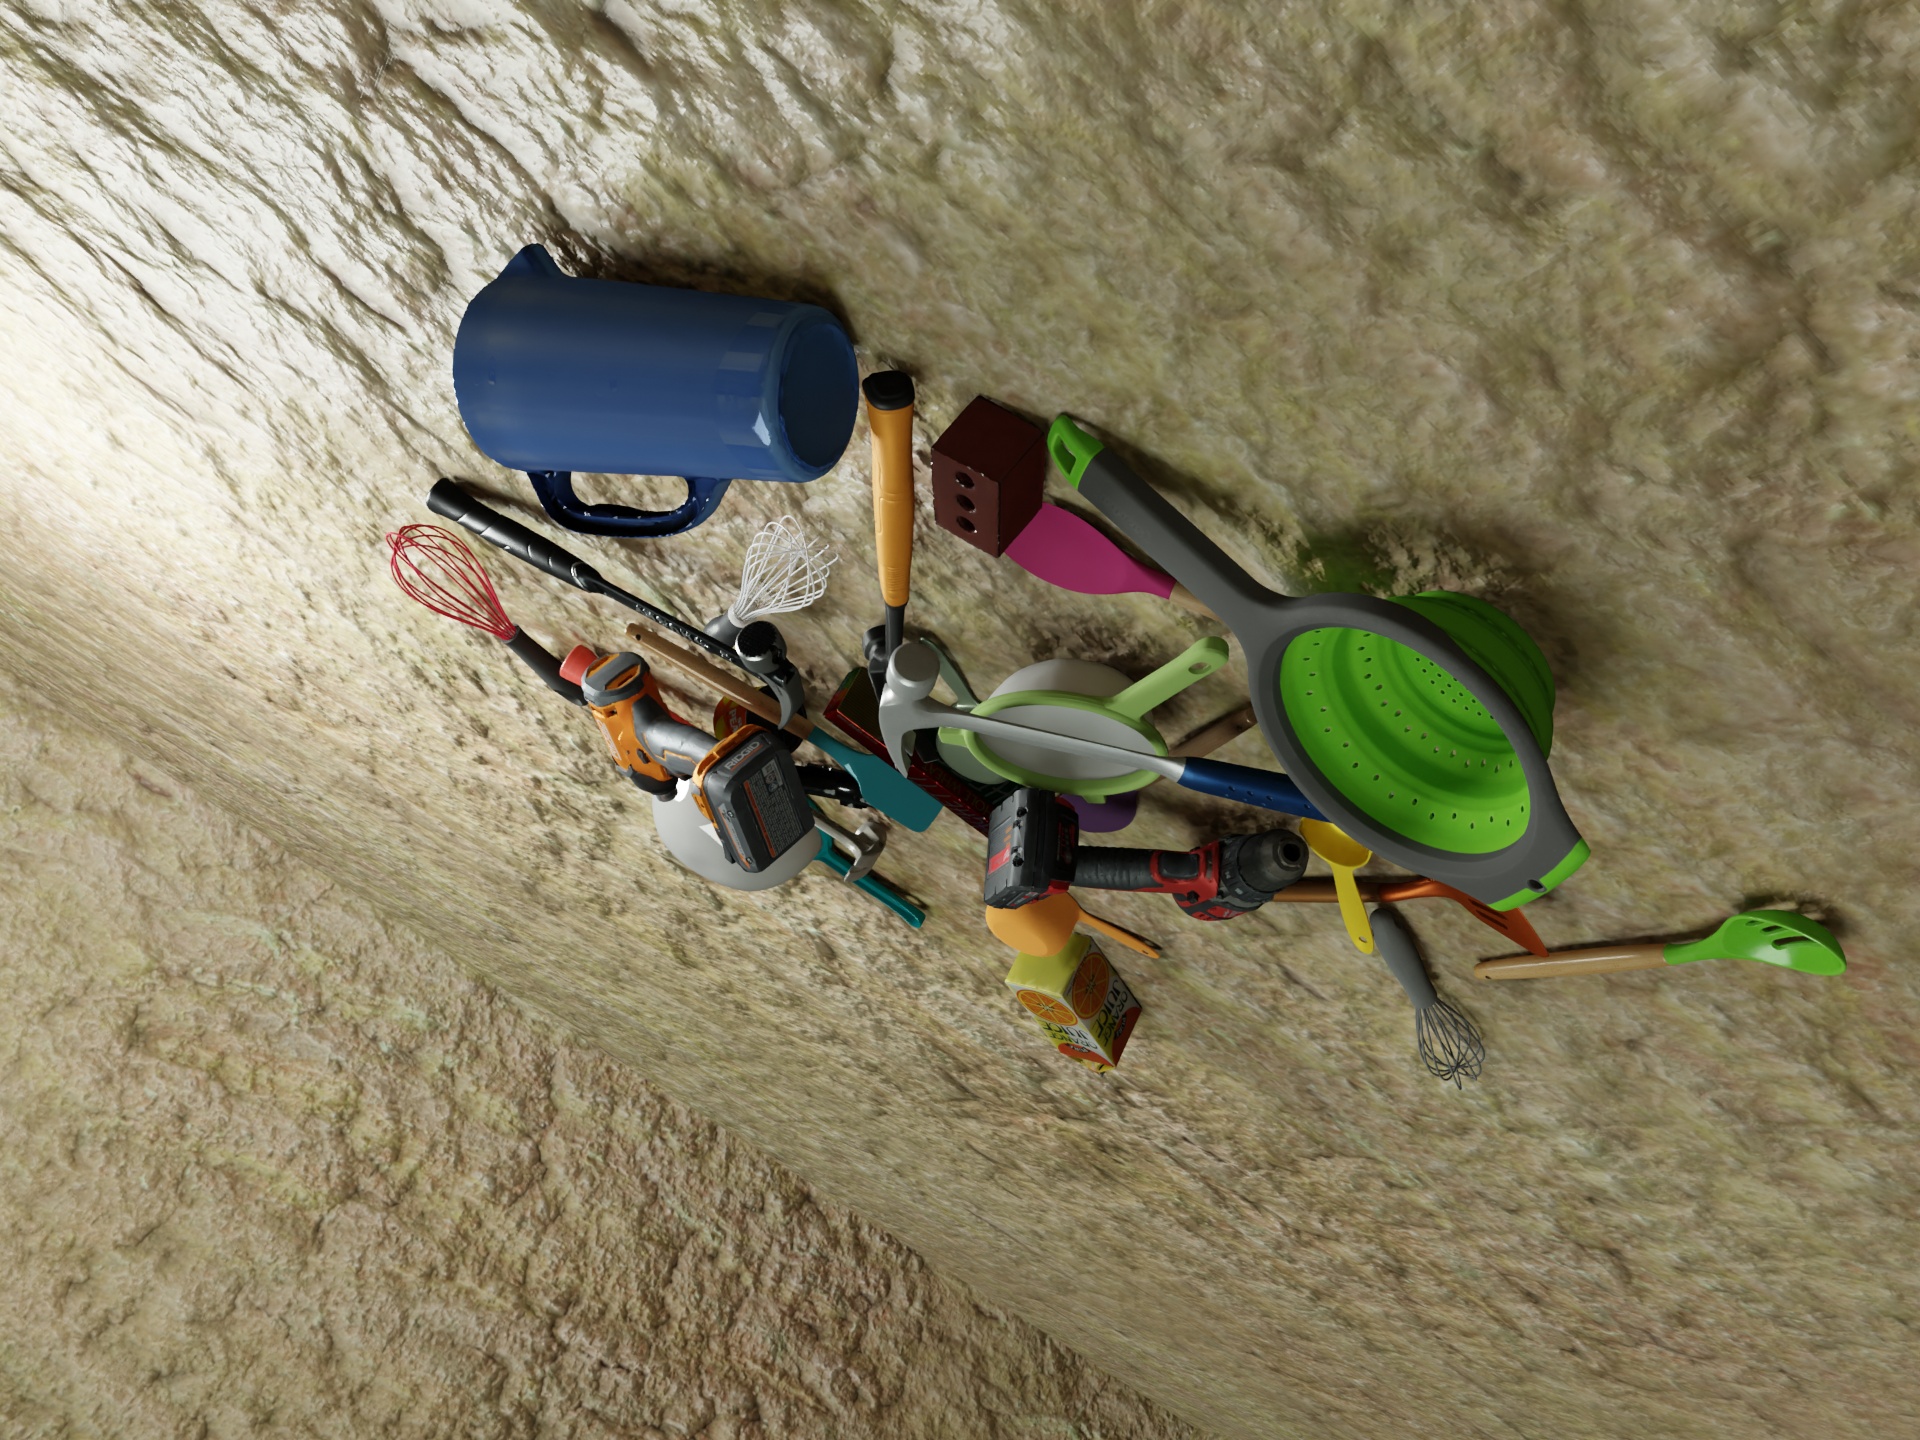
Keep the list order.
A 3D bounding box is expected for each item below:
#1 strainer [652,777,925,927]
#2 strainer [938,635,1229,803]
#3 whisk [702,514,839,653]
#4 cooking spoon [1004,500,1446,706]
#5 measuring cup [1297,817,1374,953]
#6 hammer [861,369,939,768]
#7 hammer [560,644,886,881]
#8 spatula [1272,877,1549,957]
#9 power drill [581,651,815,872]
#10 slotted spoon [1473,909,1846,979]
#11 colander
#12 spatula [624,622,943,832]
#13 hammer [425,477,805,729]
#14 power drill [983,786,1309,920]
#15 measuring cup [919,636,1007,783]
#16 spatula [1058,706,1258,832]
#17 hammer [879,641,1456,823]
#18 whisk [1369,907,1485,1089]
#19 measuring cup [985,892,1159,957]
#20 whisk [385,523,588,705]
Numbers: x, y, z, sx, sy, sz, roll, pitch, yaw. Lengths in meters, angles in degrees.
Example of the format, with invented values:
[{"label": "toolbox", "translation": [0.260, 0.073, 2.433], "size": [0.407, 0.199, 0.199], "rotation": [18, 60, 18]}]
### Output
[{"label": "strainer", "translation": [-0.195, 0.152, 1.687], "size": [0.340, 0.095, 0.211], "rotation": [35, 152, -9]}, {"label": "strainer", "translation": [0.107, -0.024, 1.129], "size": [0.151, 0.069, 0.256], "rotation": [23, 149, -22]}, {"label": "whisk", "translation": [-0.166, -0.095, 1.280], "size": [0.070, 0.070, 0.284], "rotation": [35, 157, -12]}, {"label": "cooking spoon", "translation": [0.163, -0.076, 1.038], "size": [0.319, 0.017, 0.068], "rotation": [24, 142, 10]}, {"label": "measuring cup", "translation": [0.298, 0.116, 1.202], "size": [0.062, 0.029, 0.156], "rotation": [14, 139, 40]}, {"label": "hammer", "translation": [-0.046, -0.105, 1.109], "size": [0.034, 0.127, 0.336], "rotation": [-12, 146, -10]}, {"label": "hammer", "translation": [-0.232, 0.038, 1.537], "size": [0.359, 0.036, 0.149], "rotation": [33, -172, 2]}, {"label": "spatula", "translation": [0.310, 0.142, 1.252], "size": [0.323, 0.041, 0.081], "rotation": [-7, 130, 51]}, {"label": "power drill", "translation": [-0.234, 0.044, 1.413], "size": [0.227, 0.084, 0.164], "rotation": [28, 147, 36]}, {"label": "slotted spoon", "translation": [0.489, 0.169, 1.147], "size": [0.070, 0.031, 0.314], "rotation": [37, 154, -16]}, {"label": "colander", "translation": [0.220, -0.064, 0.950], "size": [0.397, 0.094, 0.204], "rotation": [44, 155, 10]}, {"label": "spatula", "translation": [-0.151, -0.004, 1.392], "size": [0.317, 0.044, 0.082], "rotation": [30, 109, -1]}, {"label": "hammer", "translation": [-0.296, -0.110, 1.334], "size": [0.409, 0.036, 0.149], "rotation": [28, 162, 22]}, {"label": "power drill", "translation": [0.145, 0.109, 1.235], "size": [0.226, 0.080, 0.188], "rotation": [8, 164, -10]}, {"label": "measuring cup", "translation": [-0.002, -0.004, 1.294], "size": [0.083, 0.038, 0.167], "rotation": [9, 149, 34]}, {"label": "spatula", "translation": [0.152, 0.043, 1.256], "size": [0.059, 0.018, 0.316], "rotation": [32, 154, -8]}, {"label": "hammer", "translation": [0.141, 0.033, 1.109], "size": [0.405, 0.035, 0.144], "rotation": [13, 153, -3]}, {"label": "whisk", "translation": [0.388, 0.234, 1.335], "size": [0.055, 0.055, 0.238], "rotation": [2, 139, 41]}, {"label": "measuring cup", "translation": [0.106, 0.210, 1.549], "size": [0.174, 0.052, 0.095], "rotation": [25, 153, 12]}, {"label": "whisk", "translation": [-0.452, -0.096, 1.549], "size": [0.073, 0.073, 0.295], "rotation": [9, 154, 33]}]
